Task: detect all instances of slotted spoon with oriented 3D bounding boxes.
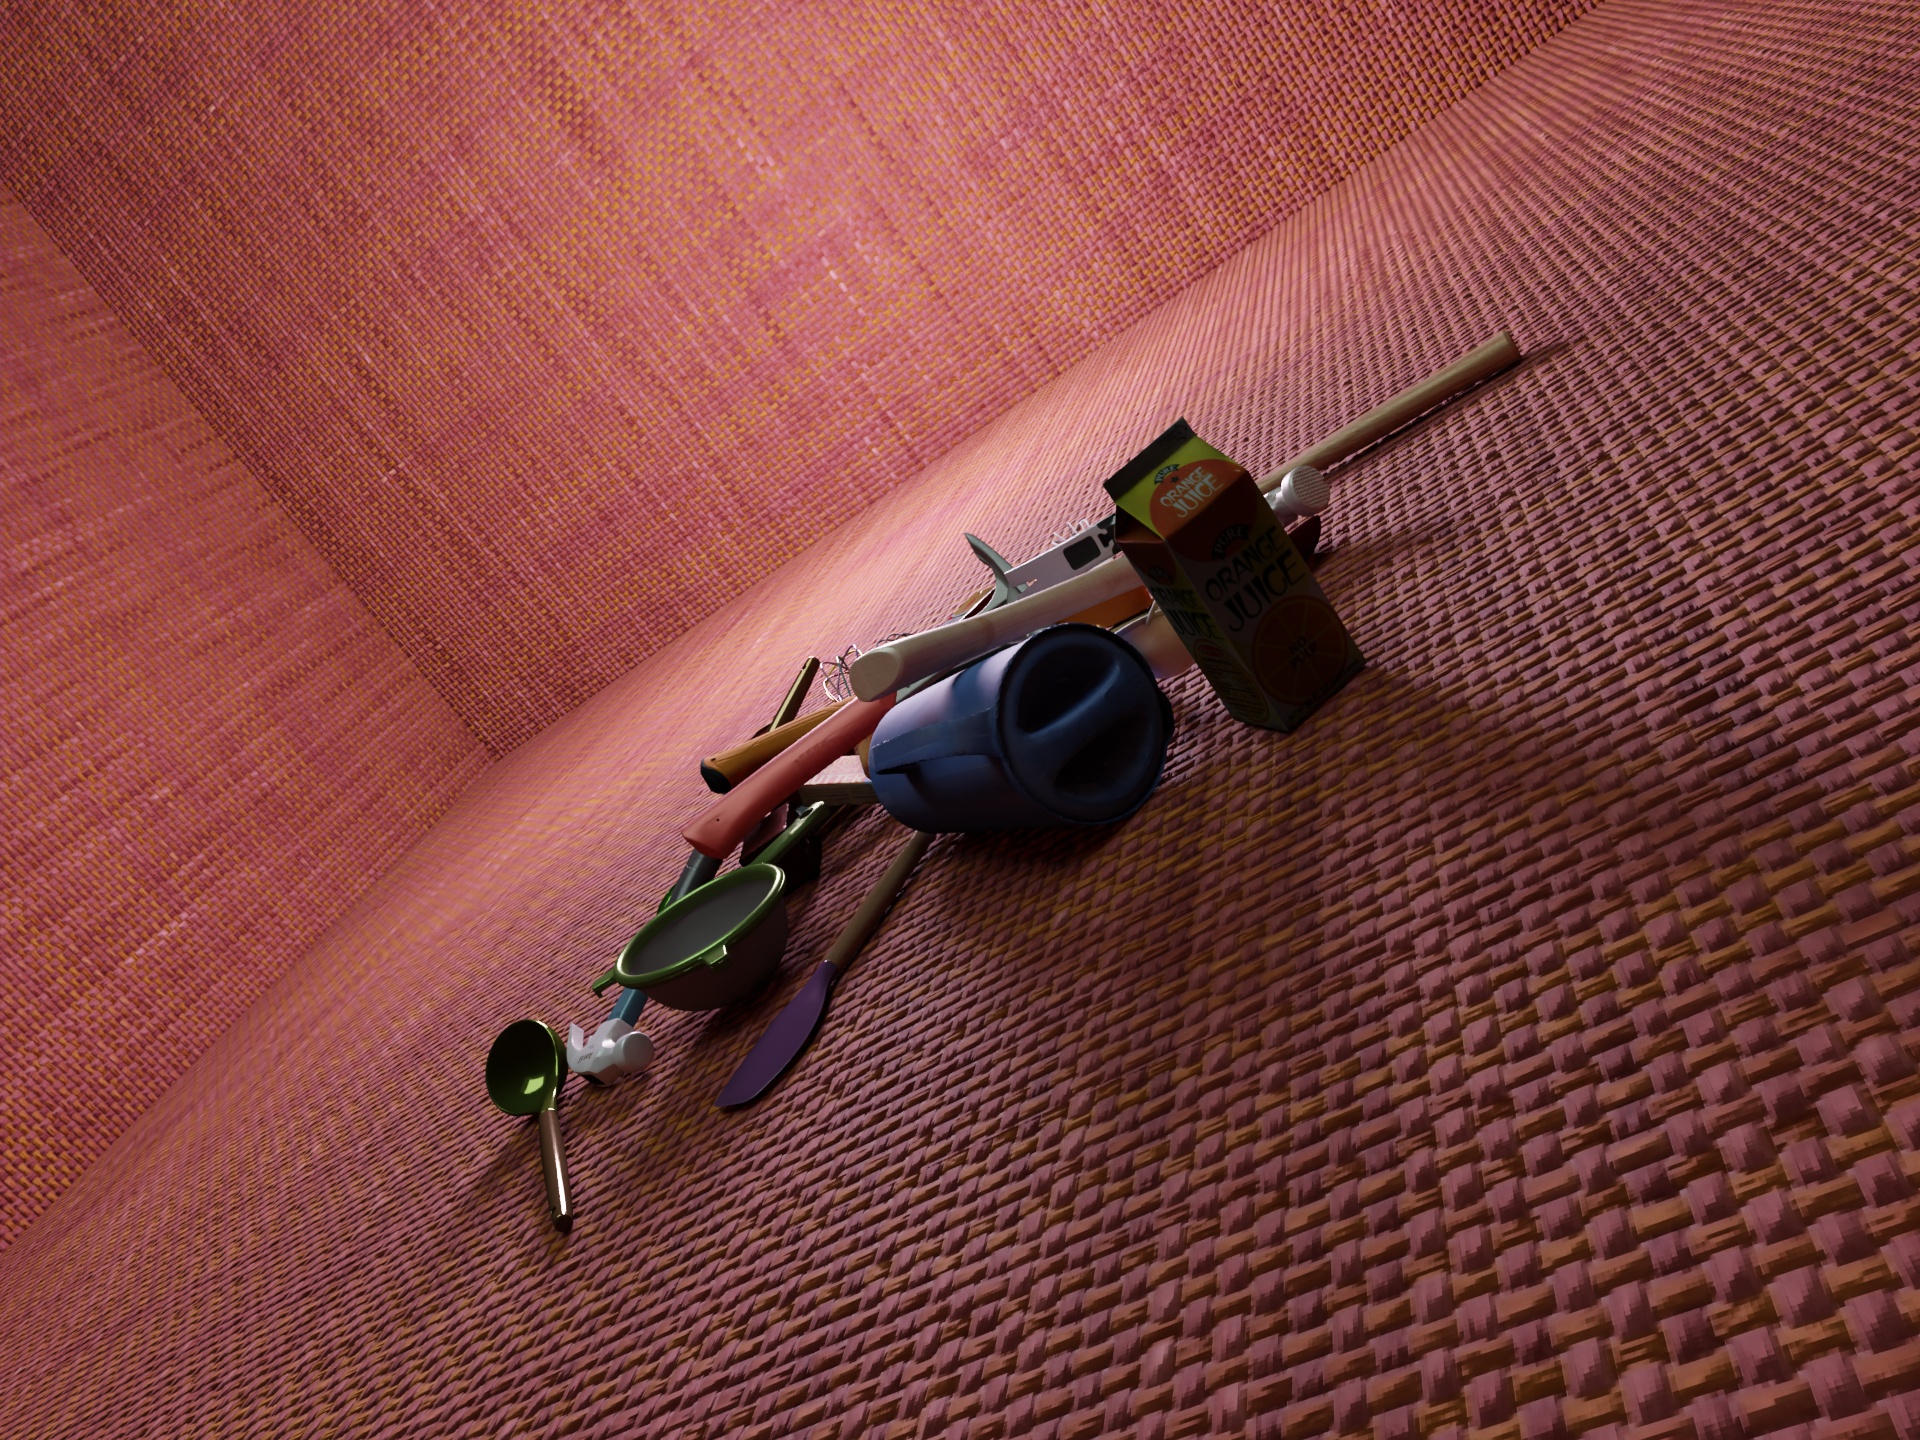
[{"bbox_3d":[-0.205,0.074,1.481,0.070,0.031,0.314,3,61,48],"label":"slotted spoon"}]

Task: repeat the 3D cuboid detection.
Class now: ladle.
[{"bbox_3d":[-0.320,0.304,1.195,0.078,0.062,0.320,-61,19,-2],"label":"ladle"},{"bbox_3d":[0.173,-0.090,1.319,0.315,0.031,0.069,-27,-1,43],"label":"ladle"}]

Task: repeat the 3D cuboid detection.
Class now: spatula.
[{"bbox_3d":[-0.080,0.161,1.148,0.060,0.018,0.316,-21,22,40],"label":"spatula"}]

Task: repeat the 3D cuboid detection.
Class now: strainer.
[{"bbox_3d":[-0.164,0.155,1.270,0.151,0.069,0.256,-17,19,36],"label":"strainer"},{"bbox_3d":[0.136,-0.046,1.153,0.087,0.050,0.258,-18,-6,-5],"label":"strainer"}]

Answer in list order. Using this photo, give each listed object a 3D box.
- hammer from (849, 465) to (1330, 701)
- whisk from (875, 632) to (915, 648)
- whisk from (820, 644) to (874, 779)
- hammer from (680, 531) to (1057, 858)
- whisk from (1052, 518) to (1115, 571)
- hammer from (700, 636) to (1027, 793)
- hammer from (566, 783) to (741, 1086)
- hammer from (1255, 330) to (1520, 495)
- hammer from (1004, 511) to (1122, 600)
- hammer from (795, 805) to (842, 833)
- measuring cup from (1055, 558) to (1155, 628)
[{"bbox_3d":[0.092,-0.094,1.196,0.410,0.038,0.146,-23,-6,-29],"label":"hammer"},{"bbox_3d":[-0.030,-0.072,1.626,0.055,0.055,0.239,-31,-3,24],"label":"whisk"},{"bbox_3d":[-0.097,-0.005,1.476,0.047,0.051,0.245,-19,28,-2],"label":"whisk"},{"bbox_3d":[-0.088,-0.010,1.351,0.359,0.036,0.149,-37,58,-2],"label":"hammer"},{"bbox_3d":[0.136,-0.162,1.613,0.246,0.057,0.059,-115,44,-73],"label":"whisk"},{"bbox_3d":[-0.075,-0.021,1.413,0.337,0.034,0.127,-24,32,0],"label":"hammer"},{"bbox_3d":[-0.239,0.164,1.353,0.128,0.033,0.331,-27,30,44],"label":"hammer"},{"bbox_3d":[0.336,-0.244,1.408,0.331,0.031,0.130,-30,16,26],"label":"hammer"},{"bbox_3d":[0.149,-0.173,1.380,0.146,0.035,0.335,-29,4,27],"label":"hammer"},{"bbox_3d":[-0.037,-0.007,1.538,0.386,0.038,0.143,-42,14,-18],"label":"hammer"},{"bbox_3d":[0.156,-0.124,1.389,0.173,0.052,0.095,-27,3,21],"label":"measuring cup"}]
